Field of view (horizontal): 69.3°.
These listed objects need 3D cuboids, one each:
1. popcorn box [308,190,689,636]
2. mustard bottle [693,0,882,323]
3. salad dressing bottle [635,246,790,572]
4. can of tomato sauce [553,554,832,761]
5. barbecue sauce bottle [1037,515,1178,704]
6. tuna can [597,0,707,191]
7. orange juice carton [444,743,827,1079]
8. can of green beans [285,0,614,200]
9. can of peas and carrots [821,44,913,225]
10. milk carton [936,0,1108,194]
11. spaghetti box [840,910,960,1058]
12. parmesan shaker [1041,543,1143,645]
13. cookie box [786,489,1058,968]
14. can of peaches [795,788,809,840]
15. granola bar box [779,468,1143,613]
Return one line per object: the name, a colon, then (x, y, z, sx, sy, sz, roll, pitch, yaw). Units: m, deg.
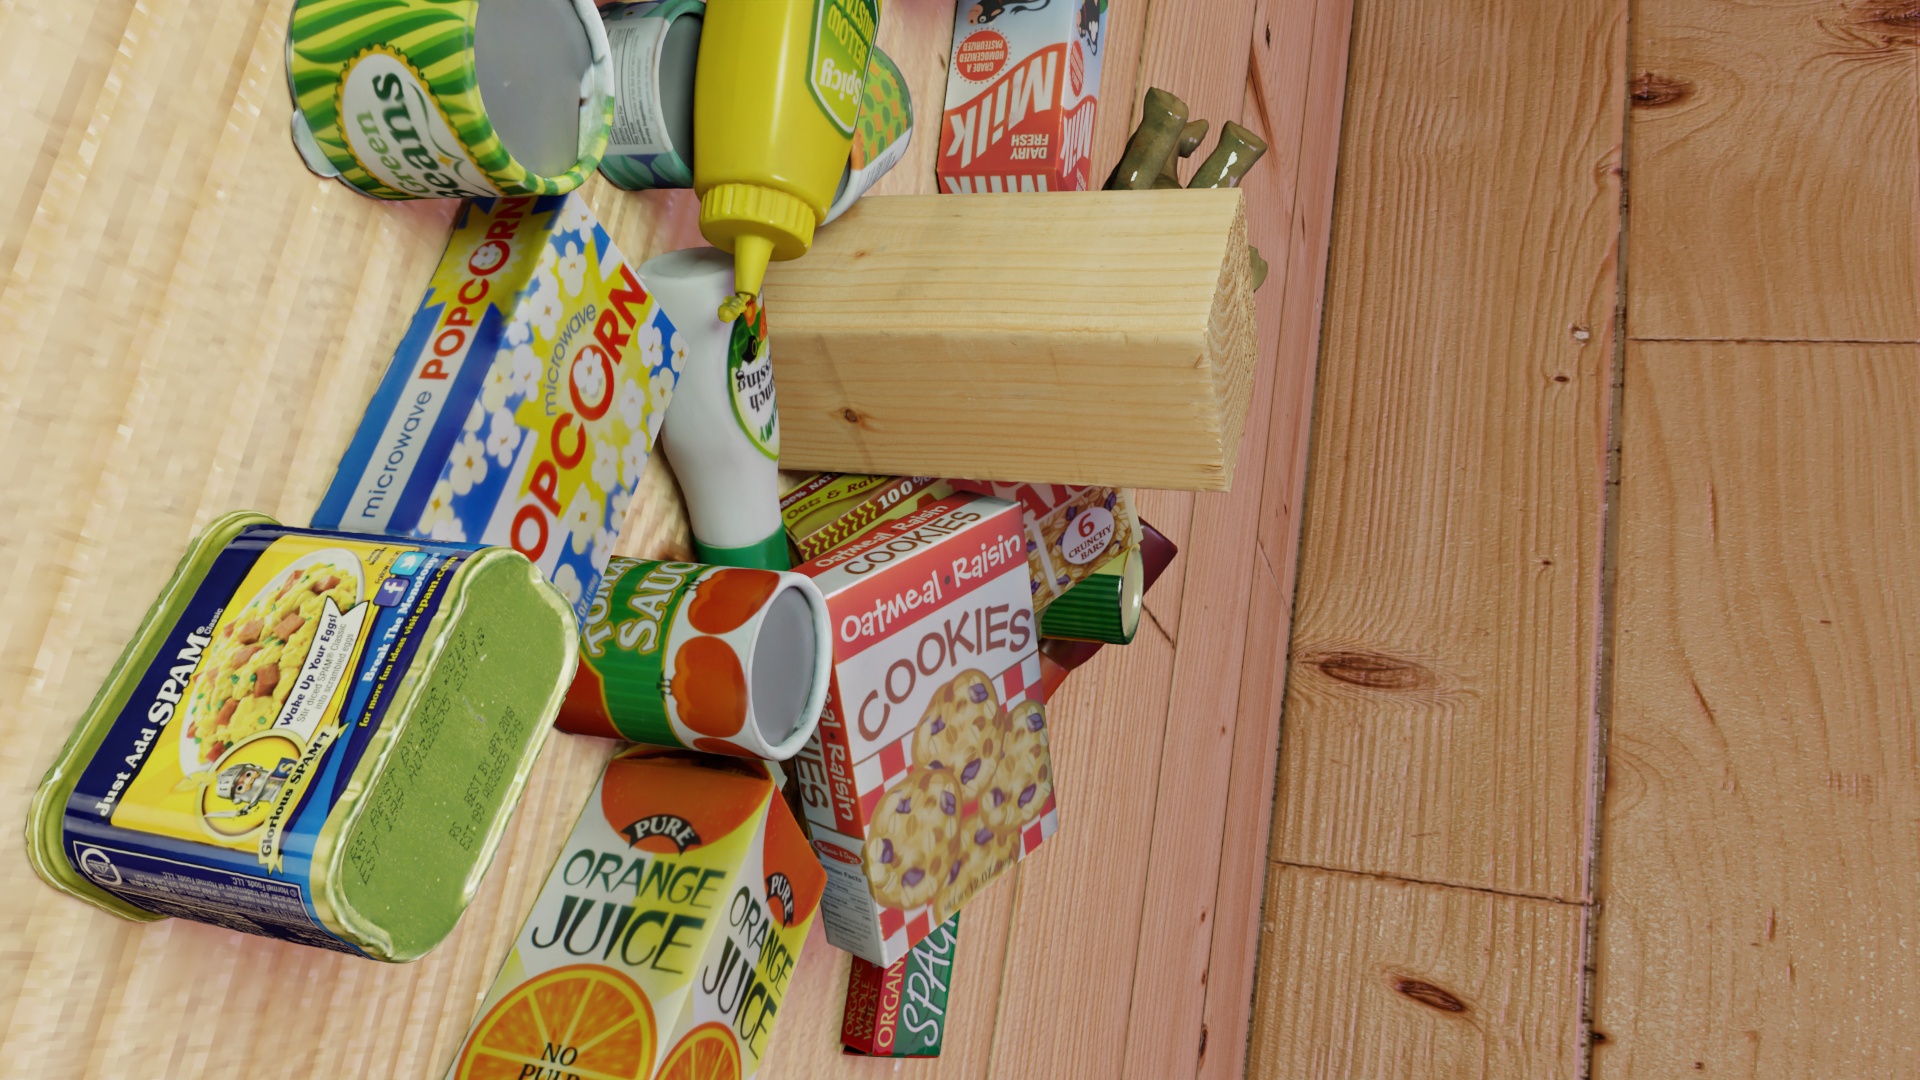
popcorn box: (-0.136, -0.035, 0.431, 0.085, 0.038, 0.127, 60, 38, -56)
mustard bottle: (-0.064, -0.151, 0.491, 0.065, 0.049, 0.160, 31, 65, -65)
salad dressing bottle: (-0.092, -0.038, 0.542, 0.064, 0.044, 0.147, -78, 165, -60)
can of tomato sauce: (-0.096, 0.039, 0.488, 0.071, 0.083, 0.071, 3, 91, -70)
barbecue sauce bottle: (0.083, 0.048, 0.939, 0.148, 0.044, 0.065, -53, 143, 4)
tuna can: (-0.105, -0.160, 0.501, 0.071, 0.033, 0.071, 3, 91, -69)
orange juice carton: (-0.106, 0.147, 0.498, 0.071, 0.073, 0.194, 72, 29, -45)
can of green beans: (-0.138, -0.128, 0.382, 0.071, 0.058, 0.071, 3, 91, -70)
can of peas and carrots: (-0.062, -0.172, 0.573, 0.059, 0.071, 0.070, -59, 147, -50)
milk carton: (0.037, -0.252, 0.813, 0.073, 0.072, 0.191, 31, 65, -68)
spaghetti box: (-0.020, 0.156, 0.768, 0.050, 0.028, 0.250, 18, 74, -38)
parmesan shaker: (0.058, 0.031, 0.878, 0.071, 0.103, 0.071, 3, 91, -70)
cookie box: (-0.017, 0.076, 0.601, 0.123, 0.040, 0.166, -27, 116, -45)
can of peaches: (-0.043, 0.116, 0.667, 0.071, 0.071, 0.058, 27, 68, -68)
granola bar box: (0.002, -0.008, 0.669, 0.166, 0.039, 0.123, -33, 133, -15)
